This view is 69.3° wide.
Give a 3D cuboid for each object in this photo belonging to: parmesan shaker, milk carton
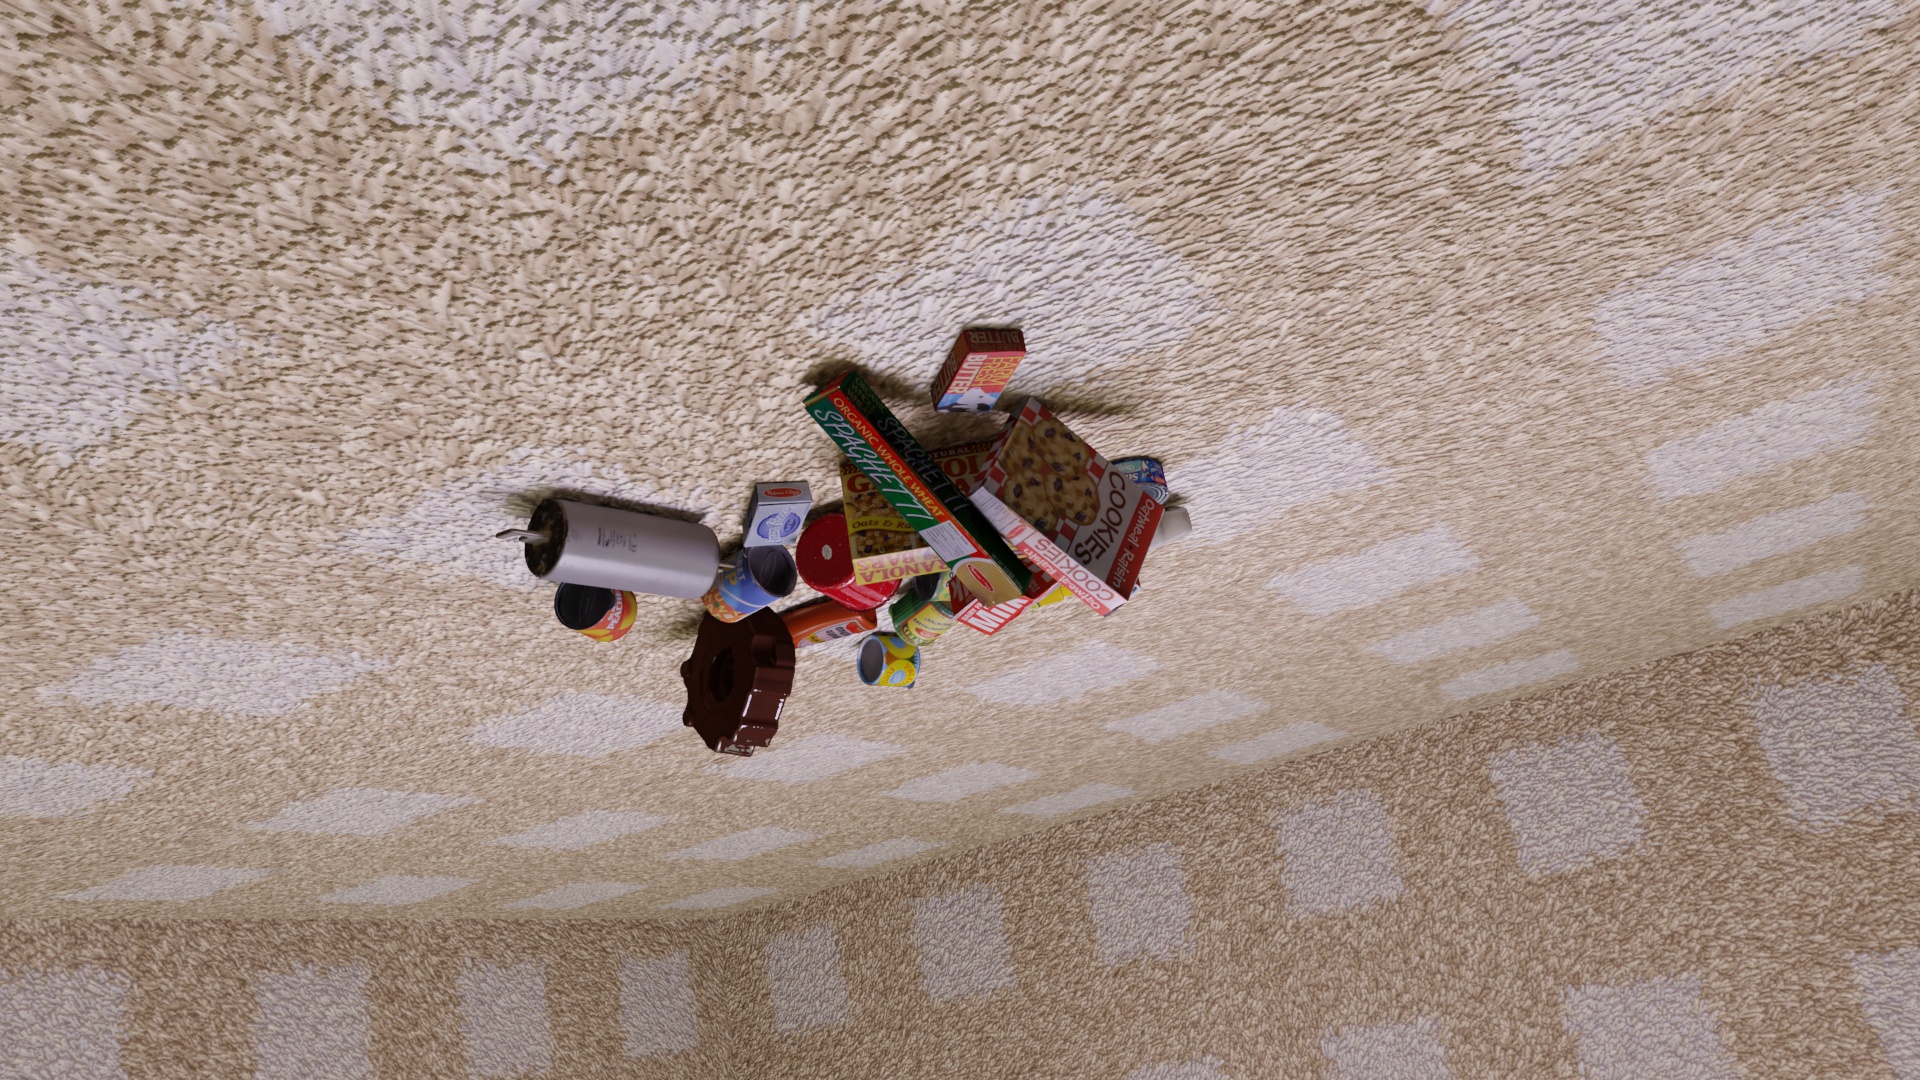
[{"bbox_3d":[-0.031,0.075,1.630,0.071,0.071,0.102,3,155,-31],"label":"parmesan shaker"},{"bbox_3d":[0.056,0.033,1.411,0.072,0.073,0.191,-43,173,36],"label":"milk carton"}]

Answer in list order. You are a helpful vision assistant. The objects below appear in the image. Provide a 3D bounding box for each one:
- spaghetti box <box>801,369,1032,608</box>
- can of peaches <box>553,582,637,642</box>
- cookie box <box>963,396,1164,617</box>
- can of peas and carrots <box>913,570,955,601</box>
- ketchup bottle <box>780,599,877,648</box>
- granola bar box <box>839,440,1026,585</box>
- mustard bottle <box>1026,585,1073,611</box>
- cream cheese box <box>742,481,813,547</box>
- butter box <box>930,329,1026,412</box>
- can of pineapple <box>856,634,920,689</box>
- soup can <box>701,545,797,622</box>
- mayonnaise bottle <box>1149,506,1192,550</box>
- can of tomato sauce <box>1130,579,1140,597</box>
[{"bbox_3d":[-0.033,-0.041,1.178,0.050,0.029,0.249,-21,119,43],"label":"spaghetti box"},{"bbox_3d":[-0.375,0.068,1.440,0.071,0.071,0.058,-15,159,10],"label":"can of peaches"},{"bbox_3d":[0.095,-0.030,1.237,0.167,0.123,0.040,38,140,-13],"label":"cookie box"},{"bbox_3d":[-0.012,0.034,1.529,0.059,0.071,0.070,0,156,-27],"label":"can of peas and carrots"},{"bbox_3d":[-0.177,0.101,1.655,0.149,0.043,0.064,-16,158,14],"label":"ketchup bottle"},{"bbox_3d":[-0.023,-0.029,1.282,0.166,0.125,0.038,-10,137,-3],"label":"granola bar box"},{"bbox_3d":[0.083,0.057,1.659,0.160,0.049,0.065,-14,160,8],"label":"mustard bottle"},{"bbox_3d":[-0.180,-0.024,1.359,0.053,0.024,0.103,-3,157,-19],"label":"cream cheese box"},{"bbox_3d":[0.014,-0.141,1.158,0.053,0.024,0.103,-4,158,-19],"label":"butter box"},{"bbox_3d":[-0.093,0.158,1.804,0.058,0.071,0.070,7,152,-38],"label":"can of pineapple"},{"bbox_3d":[-0.224,0.040,1.449,0.083,0.071,0.071,-27,154,36],"label":"soup can"},{"bbox_3d":[0.194,-0.007,1.497,0.064,0.041,0.148,-13,-179,34],"label":"mayonnaise bottle"},{"bbox_3d":[0.164,0.022,1.563,0.071,0.083,0.071,-9,159,-4],"label":"can of tomato sauce"}]
